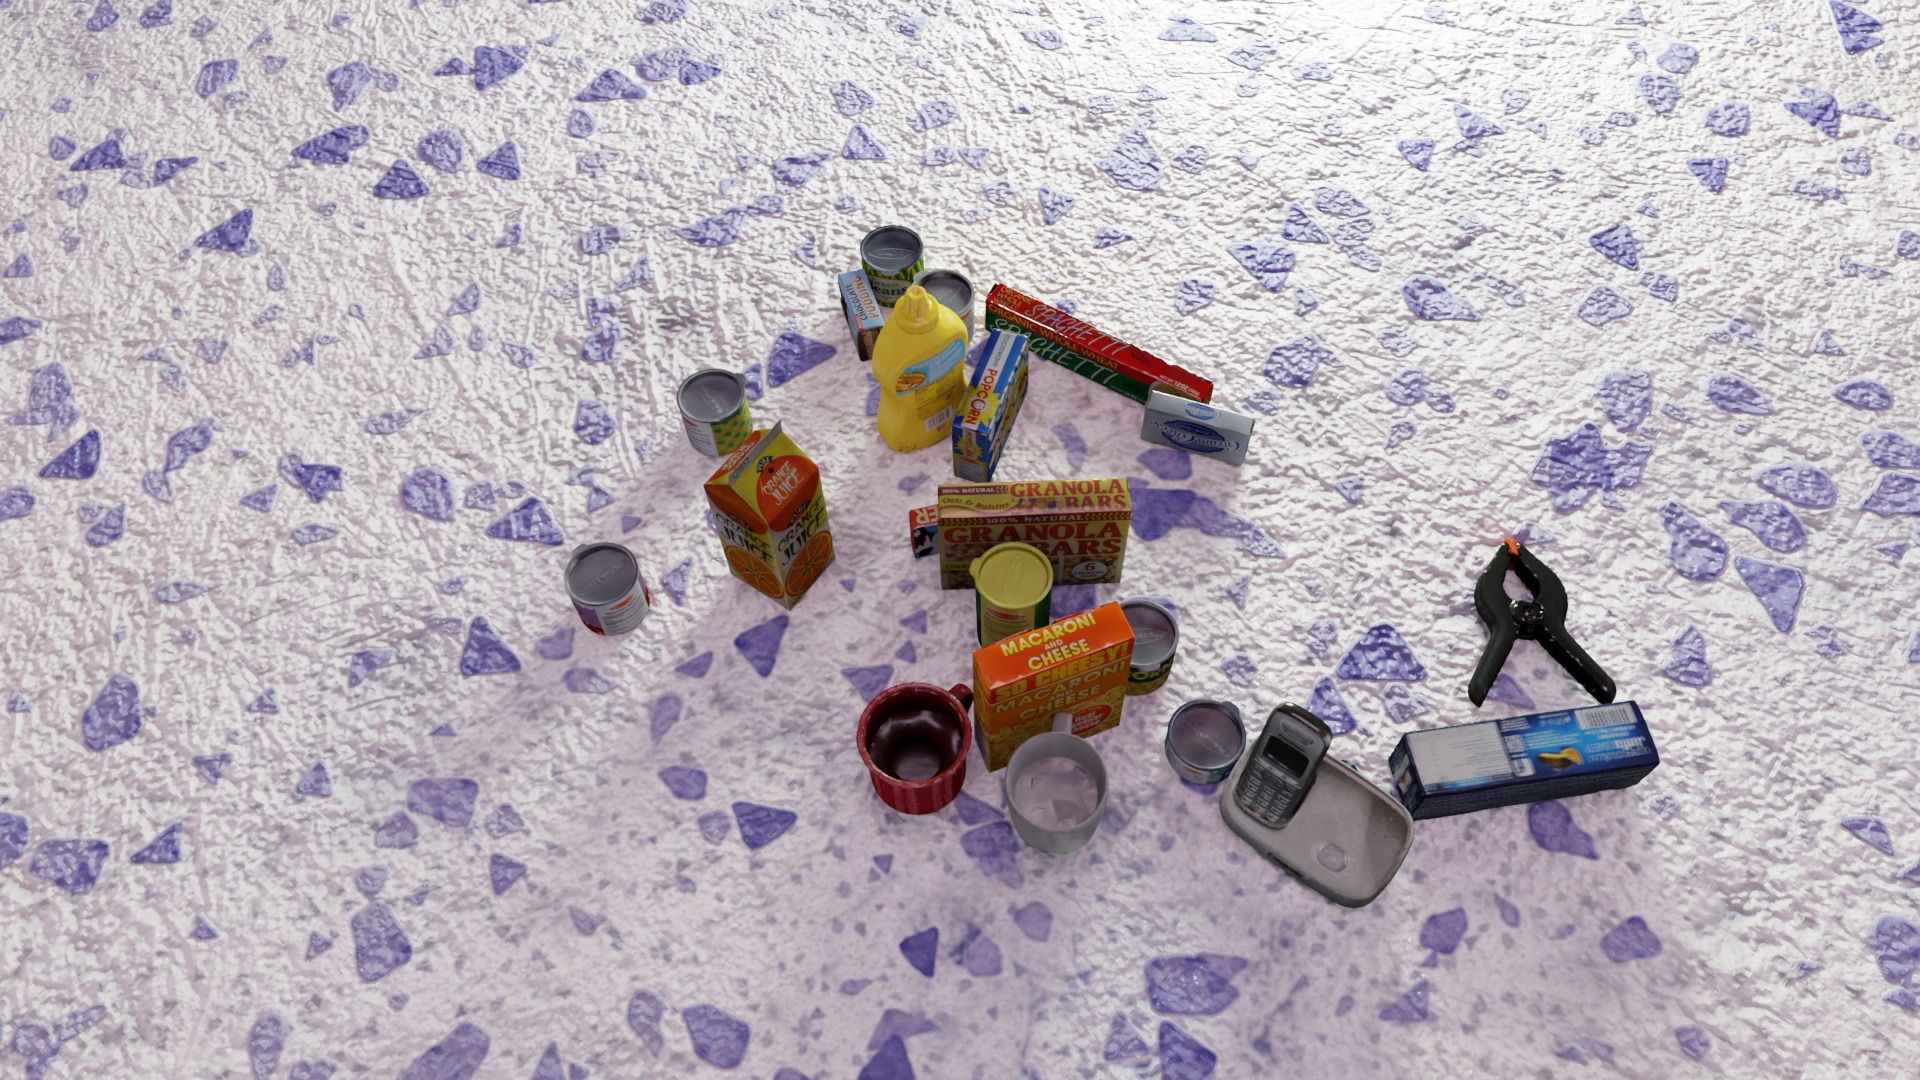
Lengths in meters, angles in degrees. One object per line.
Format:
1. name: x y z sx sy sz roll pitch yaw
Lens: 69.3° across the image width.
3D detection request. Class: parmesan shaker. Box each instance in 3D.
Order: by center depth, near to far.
1. parmesan shaker: 0.043 0.055 1.210 0.071 0.102 0.071 -1 58 1

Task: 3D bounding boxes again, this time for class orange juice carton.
1. orange juice carton: -0.166 -0.026 1.213 0.073 0.191 0.072 30 63 18

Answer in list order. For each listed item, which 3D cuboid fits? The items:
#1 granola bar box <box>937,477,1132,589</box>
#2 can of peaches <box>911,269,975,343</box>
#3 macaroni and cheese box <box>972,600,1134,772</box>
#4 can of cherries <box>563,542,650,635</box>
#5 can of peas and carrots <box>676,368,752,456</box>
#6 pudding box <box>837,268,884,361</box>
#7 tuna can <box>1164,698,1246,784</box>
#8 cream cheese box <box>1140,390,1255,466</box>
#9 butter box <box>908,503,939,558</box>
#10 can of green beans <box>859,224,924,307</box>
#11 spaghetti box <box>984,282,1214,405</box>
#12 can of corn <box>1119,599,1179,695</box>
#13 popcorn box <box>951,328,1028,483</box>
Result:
1. granola bar box: 0.063 -0.005 1.236 0.166 0.123 0.039 -2 58 0
2. can of peaches: -0.019 -0.235 1.422 0.071 0.057 0.071 0 58 1
3. macaroni and cheese box: 0.072 0.121 1.131 0.124 0.165 0.040 -19 60 -10
4. can of cherries: -0.319 0.042 1.252 0.071 0.058 0.072 0 58 1
5. can of peas and carrots: -0.237 -0.126 1.356 0.071 0.058 0.071 0 58 1
6. pudding box: -0.101 -0.232 1.426 0.030 0.049 0.084 -15 59 -8
7. tuna can: 0.208 0.169 1.177 0.071 0.032 0.071 0 58 1
8. cream cheese box: 0.228 -0.108 1.339 0.104 0.053 0.024 16 60 11
9. butter box: 0.005 -0.016 1.286 0.103 0.053 0.024 -12 59 -7
10. can of green beans: -0.071 -0.287 1.455 0.071 0.057 0.071 0 58 1
11. spaghetti box: 0.134 -0.187 1.393 0.250 0.050 0.029 28 63 17
12. can of corn: 0.155 0.096 1.209 0.071 0.058 0.071 0 58 1
13. popcorn box: 0.030 -0.129 1.338 0.038 0.084 0.127 16 60 11
